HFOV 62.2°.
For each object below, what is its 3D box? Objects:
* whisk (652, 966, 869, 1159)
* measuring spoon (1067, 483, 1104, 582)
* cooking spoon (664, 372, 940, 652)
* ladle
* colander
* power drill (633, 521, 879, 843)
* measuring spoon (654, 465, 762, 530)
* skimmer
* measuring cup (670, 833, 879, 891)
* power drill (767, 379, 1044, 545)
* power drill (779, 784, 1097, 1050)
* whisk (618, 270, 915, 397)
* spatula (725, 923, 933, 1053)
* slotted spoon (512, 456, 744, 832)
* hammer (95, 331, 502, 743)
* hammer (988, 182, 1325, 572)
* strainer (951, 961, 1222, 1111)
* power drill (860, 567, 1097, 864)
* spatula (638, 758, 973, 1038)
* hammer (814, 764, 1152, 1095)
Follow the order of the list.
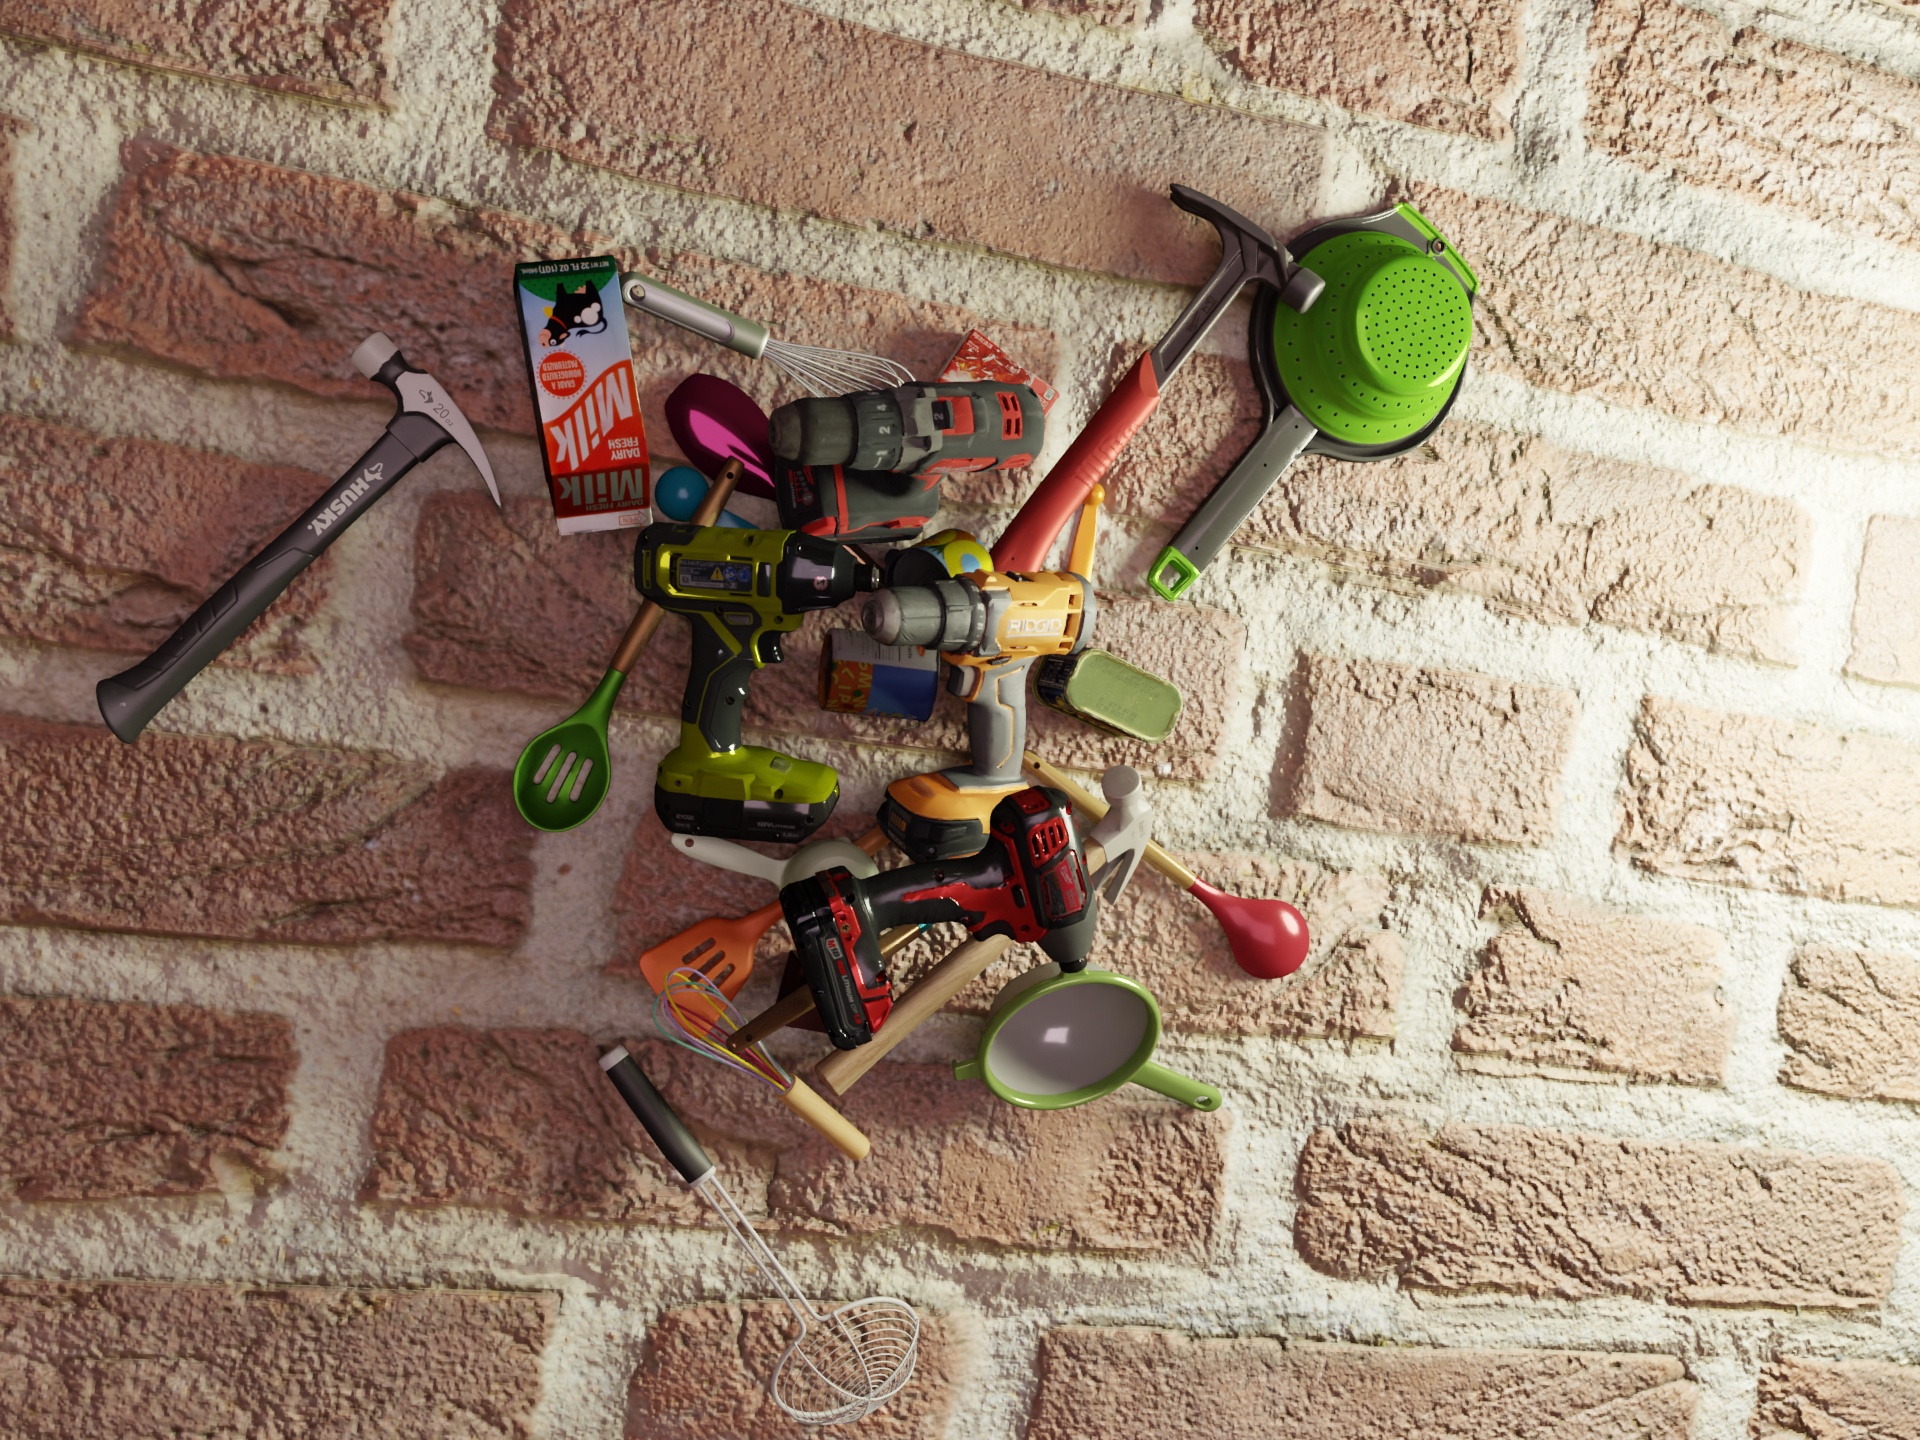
[{"bbox_3d":[-0.149,0.271,1.217,0.051,0.047,0.244,-50,122,-15],"label":"whisk"},{"bbox_3d":[0.101,-0.136,1.295,0.021,0.011,0.117,9,92,-15],"label":"measuring spoon"},{"bbox_3d":[-0.101,-0.146,1.239,0.318,0.017,0.069,44,79,-13],"label":"cooking spoon"},{"bbox_3d":[0.173,0.119,1.326,0.315,0.031,0.069,37,87,-12],"label":"ladle"},{"bbox_3d":[0.296,-0.254,1.292,0.204,0.094,0.397,41,84,-13],"label":"colander"},{"bbox_3d":[-0.148,-0.029,1.164,0.171,0.080,0.223,5,108,5],"label":"power drill"},{"bbox_3d":[-0.175,-0.150,1.218,0.128,0.021,0.042,32,86,-12],"label":"measuring spoon"},{"bbox_3d":[-0.167,0.403,1.259,0.127,0.090,0.363,-37,92,-6],"label":"skimmer"},{"bbox_3d":[-0.138,0.115,1.207,0.167,0.038,0.083,20,82,-16],"label":"measuring cup"},{"bbox_3d":[-0.067,-0.184,1.124,0.188,0.227,0.080,-6,86,-24],"label":"power drill"},{"bbox_3d":[-0.007,0.146,1.147,0.219,0.079,0.143,-20,110,-10],"label":"power drill"},{"bbox_3d":[-0.143,-0.280,1.202,0.246,0.059,0.057,21,114,-14],"label":"whisk"},{"bbox_3d":[-0.049,0.170,1.230,0.317,0.044,0.082,-30,100,-36],"label":"spatula"},{"bbox_3d":[-0.243,-0.059,1.197,0.070,0.031,0.314,29,90,-15],"label":"slotted spoon"},{"bbox_3d":[-0.480,-0.111,1.139,0.146,0.035,0.335,45,83,-12],"label":"hammer"},{"bbox_3d":[0.123,-0.251,1.267,0.149,0.036,0.359,38,90,12],"label":"hammer"},{"bbox_3d":[0.119,0.260,1.306,0.256,0.069,0.151,29,113,-33],"label":"strainer"},{"bbox_3d":[-0.002,-0.004,1.181,0.185,0.084,0.226,-3,115,-34],"label":"power drill"},{"bbox_3d":[-0.101,0.121,1.249,0.322,0.041,0.081,-36,99,-10],"label":"spatula"},{"bbox_3d":[0.023,0.173,1.234,0.331,0.031,0.129,-39,147,-13],"label":"hammer"}]
